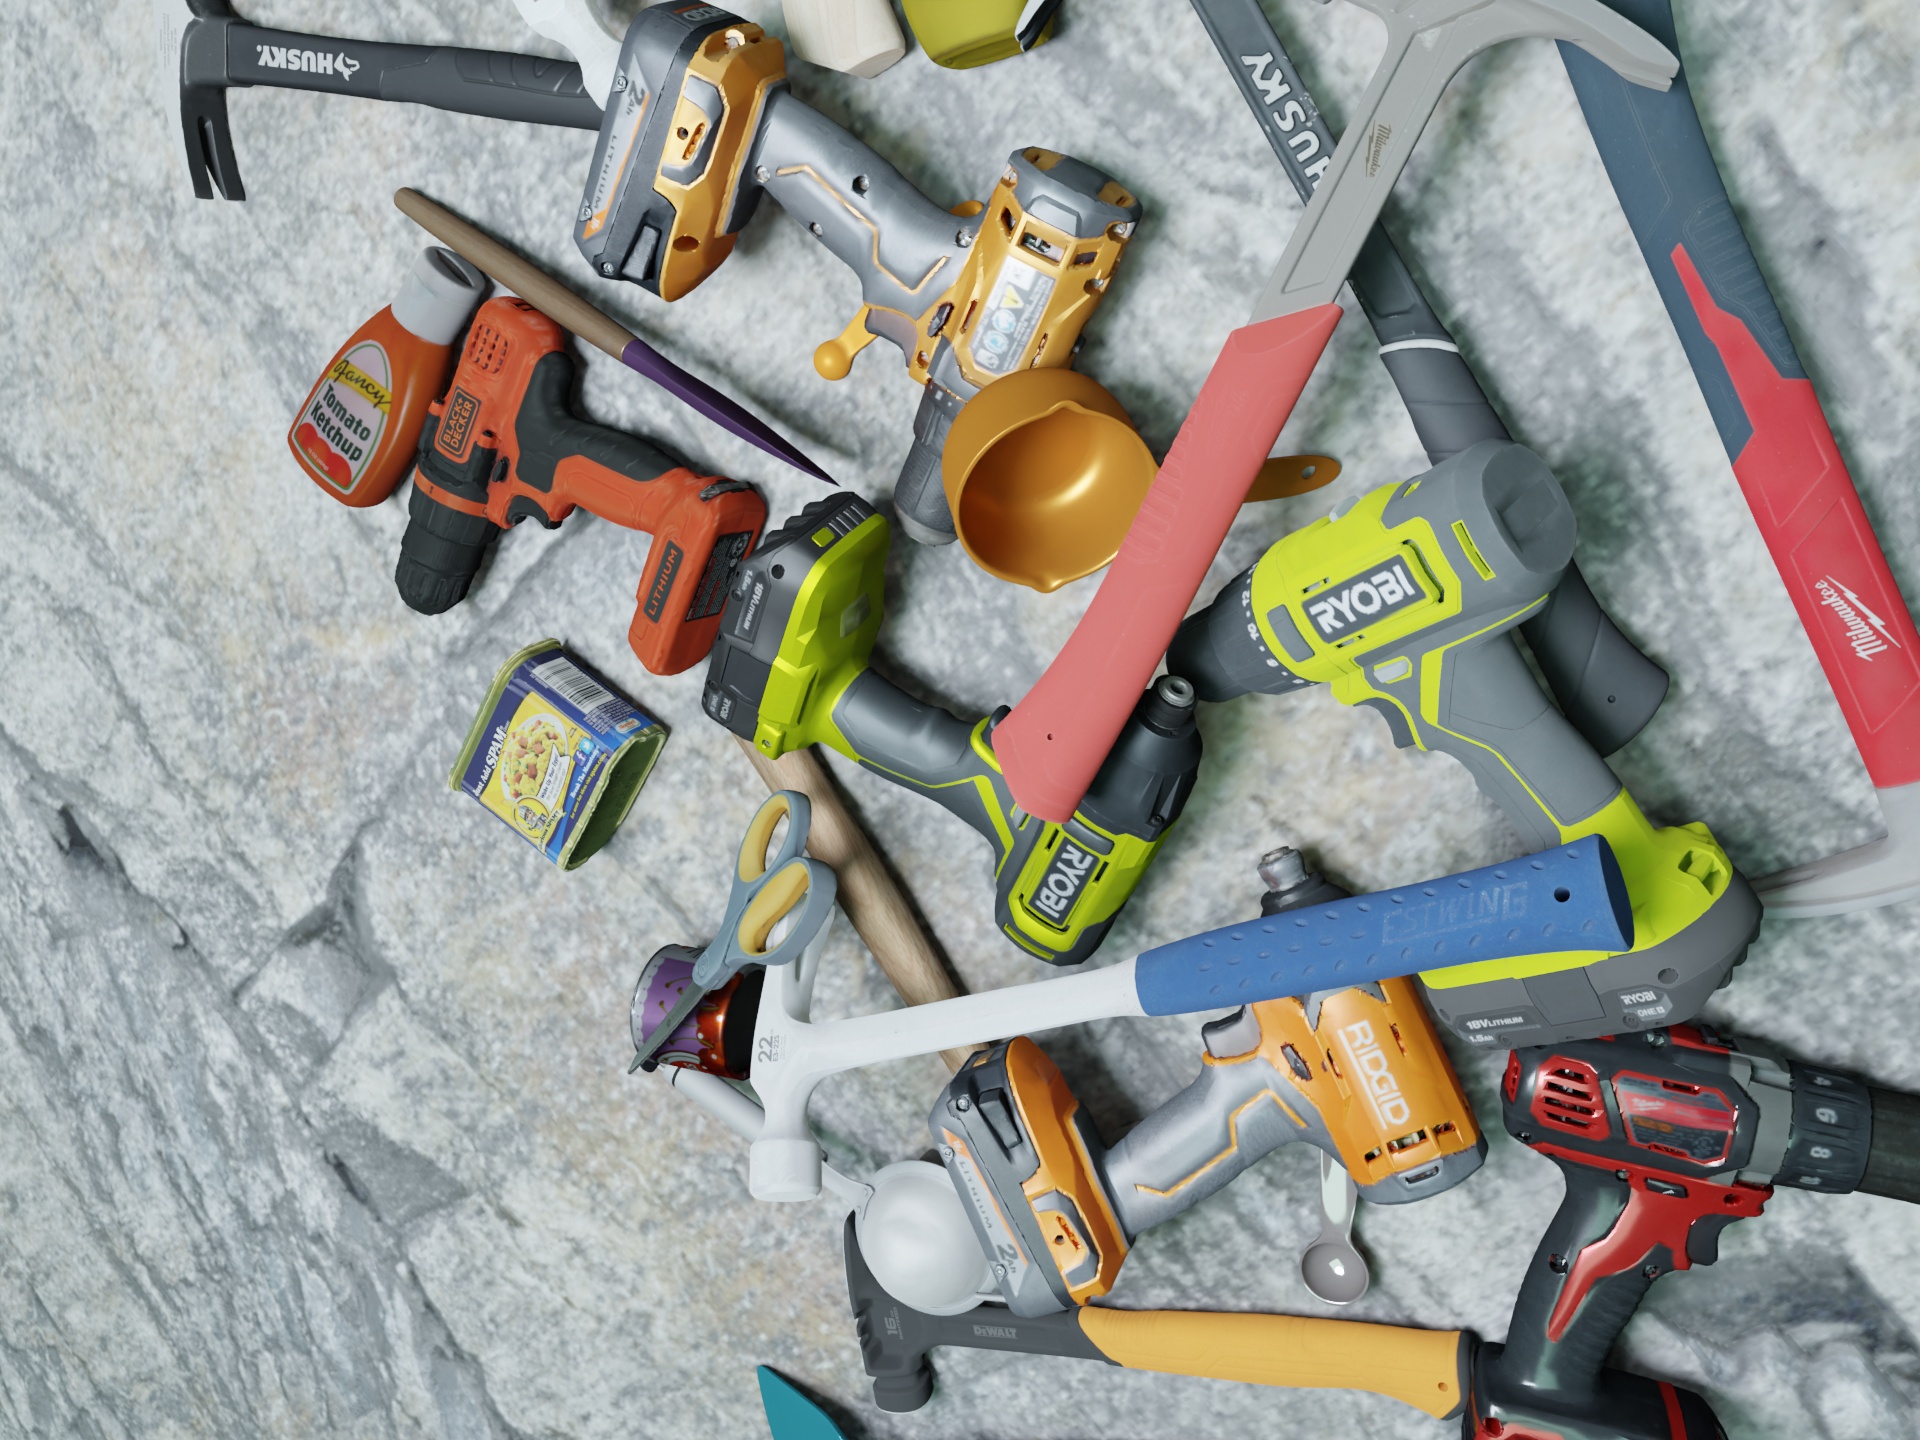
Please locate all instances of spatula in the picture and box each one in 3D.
[{"bbox_3d":[0.021,0.409,0.896,0.317,0.044,0.082,-10,100,22],"label":"spatula"},{"bbox_3d":[-0.179,-0.195,0.793,0.316,0.059,0.018,35,98,22],"label":"spatula"}]

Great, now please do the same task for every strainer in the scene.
[{"bbox_3d":[-0.076,0.244,0.853,0.259,0.050,0.087,28,110,25],"label":"strainer"}]

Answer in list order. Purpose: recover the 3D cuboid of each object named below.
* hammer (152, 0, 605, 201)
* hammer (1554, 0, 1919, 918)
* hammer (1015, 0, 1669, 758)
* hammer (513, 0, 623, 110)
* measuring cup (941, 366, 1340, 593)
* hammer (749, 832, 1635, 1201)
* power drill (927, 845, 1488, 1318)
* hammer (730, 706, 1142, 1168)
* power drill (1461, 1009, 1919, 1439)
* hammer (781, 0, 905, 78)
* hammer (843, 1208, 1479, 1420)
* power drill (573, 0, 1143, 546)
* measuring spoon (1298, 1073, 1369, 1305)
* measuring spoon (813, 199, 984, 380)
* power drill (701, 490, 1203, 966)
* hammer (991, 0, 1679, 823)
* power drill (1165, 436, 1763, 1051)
[{"bbox_3d":[-0.282,-0.327,0.819,0.335,0.035,0.146,15,109,20],"label":"hammer"},{"bbox_3d":[0.297,-0.109,0.616,0.143,0.038,0.386,-24,94,29],"label":"hammer"},{"bbox_3d":[0.172,-0.166,0.647,0.149,0.036,0.409,-29,94,14],"label":"hammer"},{"bbox_3d":[-0.082,-0.420,0.665,0.331,0.033,0.128,-38,90,25],"label":"hammer"},{"bbox_3d":[0.076,-0.113,0.692,0.173,0.052,0.095,-7,132,-12],"label":"measuring cup"},{"bbox_3d":[0.067,0.107,0.669,0.405,0.035,0.144,-18,61,32],"label":"hammer"},{"bbox_3d":[0.105,0.166,0.737,0.226,0.084,0.164,-24,88,12],"label":"power drill"},{"bbox_3d":[-0.032,0.121,0.833,0.130,0.031,0.331,-33,89,28],"label":"hammer"},{"bbox_3d":[0.316,0.242,0.679,0.188,0.080,0.226,9,100,14],"label":"power drill"},{"bbox_3d":[-0.103,-0.489,0.692,0.146,0.038,0.410,-18,97,26],"label":"hammer"},{"bbox_3d":[0.094,0.315,0.828,0.337,0.034,0.127,-5,103,25],"label":"hammer"},{"bbox_3d":[-0.054,-0.195,0.716,0.226,0.084,0.185,27,122,1],"label":"power drill"},{"bbox_3d":[0.186,0.224,0.775,0.034,0.018,0.124,6,100,23],"label":"measuring spoon"},{"bbox_3d":[-0.031,-0.203,0.752,0.117,0.011,0.021,-40,86,28],"label":"measuring spoon"},{"bbox_3d":[-0.001,-0.002,0.739,0.223,0.080,0.171,33,134,10],"label":"power drill"},{"bbox_3d":[0.117,-0.116,0.616,0.149,0.036,0.359,29,103,13],"label":"hammer"},{"bbox_3d":[0.197,0.017,0.654,0.190,0.080,0.228,-28,96,52],"label":"power drill"}]
